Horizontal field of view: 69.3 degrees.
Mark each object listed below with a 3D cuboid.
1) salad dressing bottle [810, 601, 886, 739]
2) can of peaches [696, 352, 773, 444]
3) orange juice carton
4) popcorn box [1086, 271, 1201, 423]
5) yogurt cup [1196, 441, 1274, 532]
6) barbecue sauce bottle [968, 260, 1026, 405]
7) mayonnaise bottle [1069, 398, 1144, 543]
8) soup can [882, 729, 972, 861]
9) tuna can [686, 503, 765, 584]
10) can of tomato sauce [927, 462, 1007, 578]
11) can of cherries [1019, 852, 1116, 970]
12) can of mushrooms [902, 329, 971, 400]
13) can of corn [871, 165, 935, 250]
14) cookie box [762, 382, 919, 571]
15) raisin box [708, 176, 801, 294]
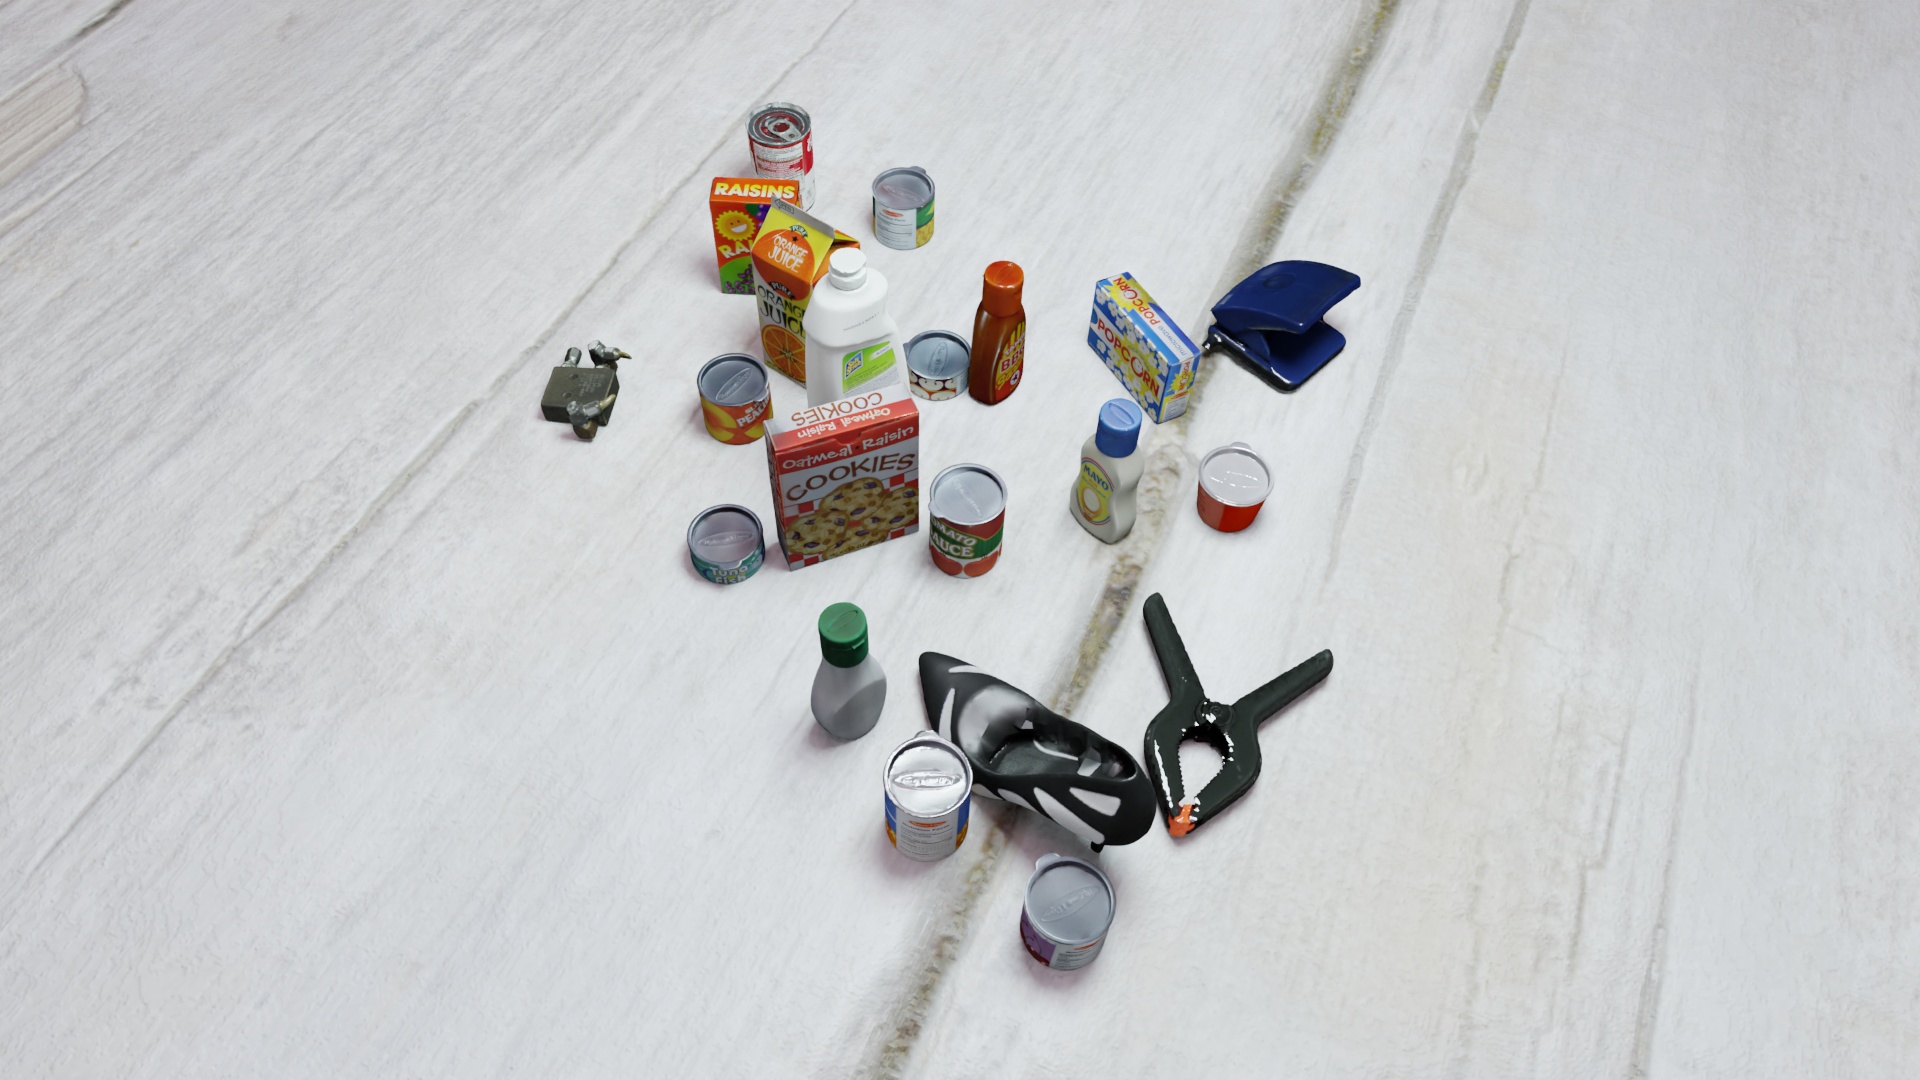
[{"bbox_3d":[-0.088,0.102,1.080,0.064,0.146,0.044,-34,62,-23],"label":"salad dressing bottle"},{"bbox_3d":[-0.208,-0.131,1.298,0.071,0.057,0.071,1,54,-1],"label":"can of peaches"},{"bbox_3d":[-0.141,-0.234,1.293,0.072,0.191,0.073,31,59,19],"label":"orange juice carton"},{"bbox_3d":[0.175,-0.186,1.336,0.038,0.084,0.127,-24,59,-18],"label":"popcorn box"},{"bbox_3d":[0.245,-0.044,1.256,0.072,0.053,0.073,1,54,-1],"label":"yogurt cup"},{"bbox_3d":[0.036,-0.196,1.300,0.044,0.147,0.065,29,59,18],"label":"barbecue sauce bottle"},{"bbox_3d":[0.130,-0.063,1.207,0.041,0.147,0.065,-34,62,-23],"label":"mayonnaise bottle"},{"bbox_3d":[-0.025,0.195,1.055,0.071,0.083,0.072,1,54,-1],"label":"soup can"},{"bbox_3d":[-0.204,0.005,1.216,0.071,0.032,0.071,1,54,-1],"label":"tuna can"},{"bbox_3d":[0.004,-0.015,1.208,0.071,0.082,0.071,1,54,-1],"label":"can of tomato sauce"},{"bbox_3d":[0.077,0.272,1.019,0.071,0.058,0.072,1,54,-1],"label":"can of cherries"},{"bbox_3d":[-0.024,-0.171,1.350,0.071,0.033,0.071,1,54,-1],"label":"can of mushrooms"},{"bbox_3d":[-0.059,-0.350,1.463,0.071,0.058,0.071,1,54,-1],"label":"can of corn"},{"bbox_3d":[-0.097,-0.051,1.178,0.123,0.166,0.040,-18,57,-14],"label":"cookie box"},{"bbox_3d":[-0.200,-0.301,1.382,0.086,0.122,0.040,3,54,0],"label":"raisin box"}]
